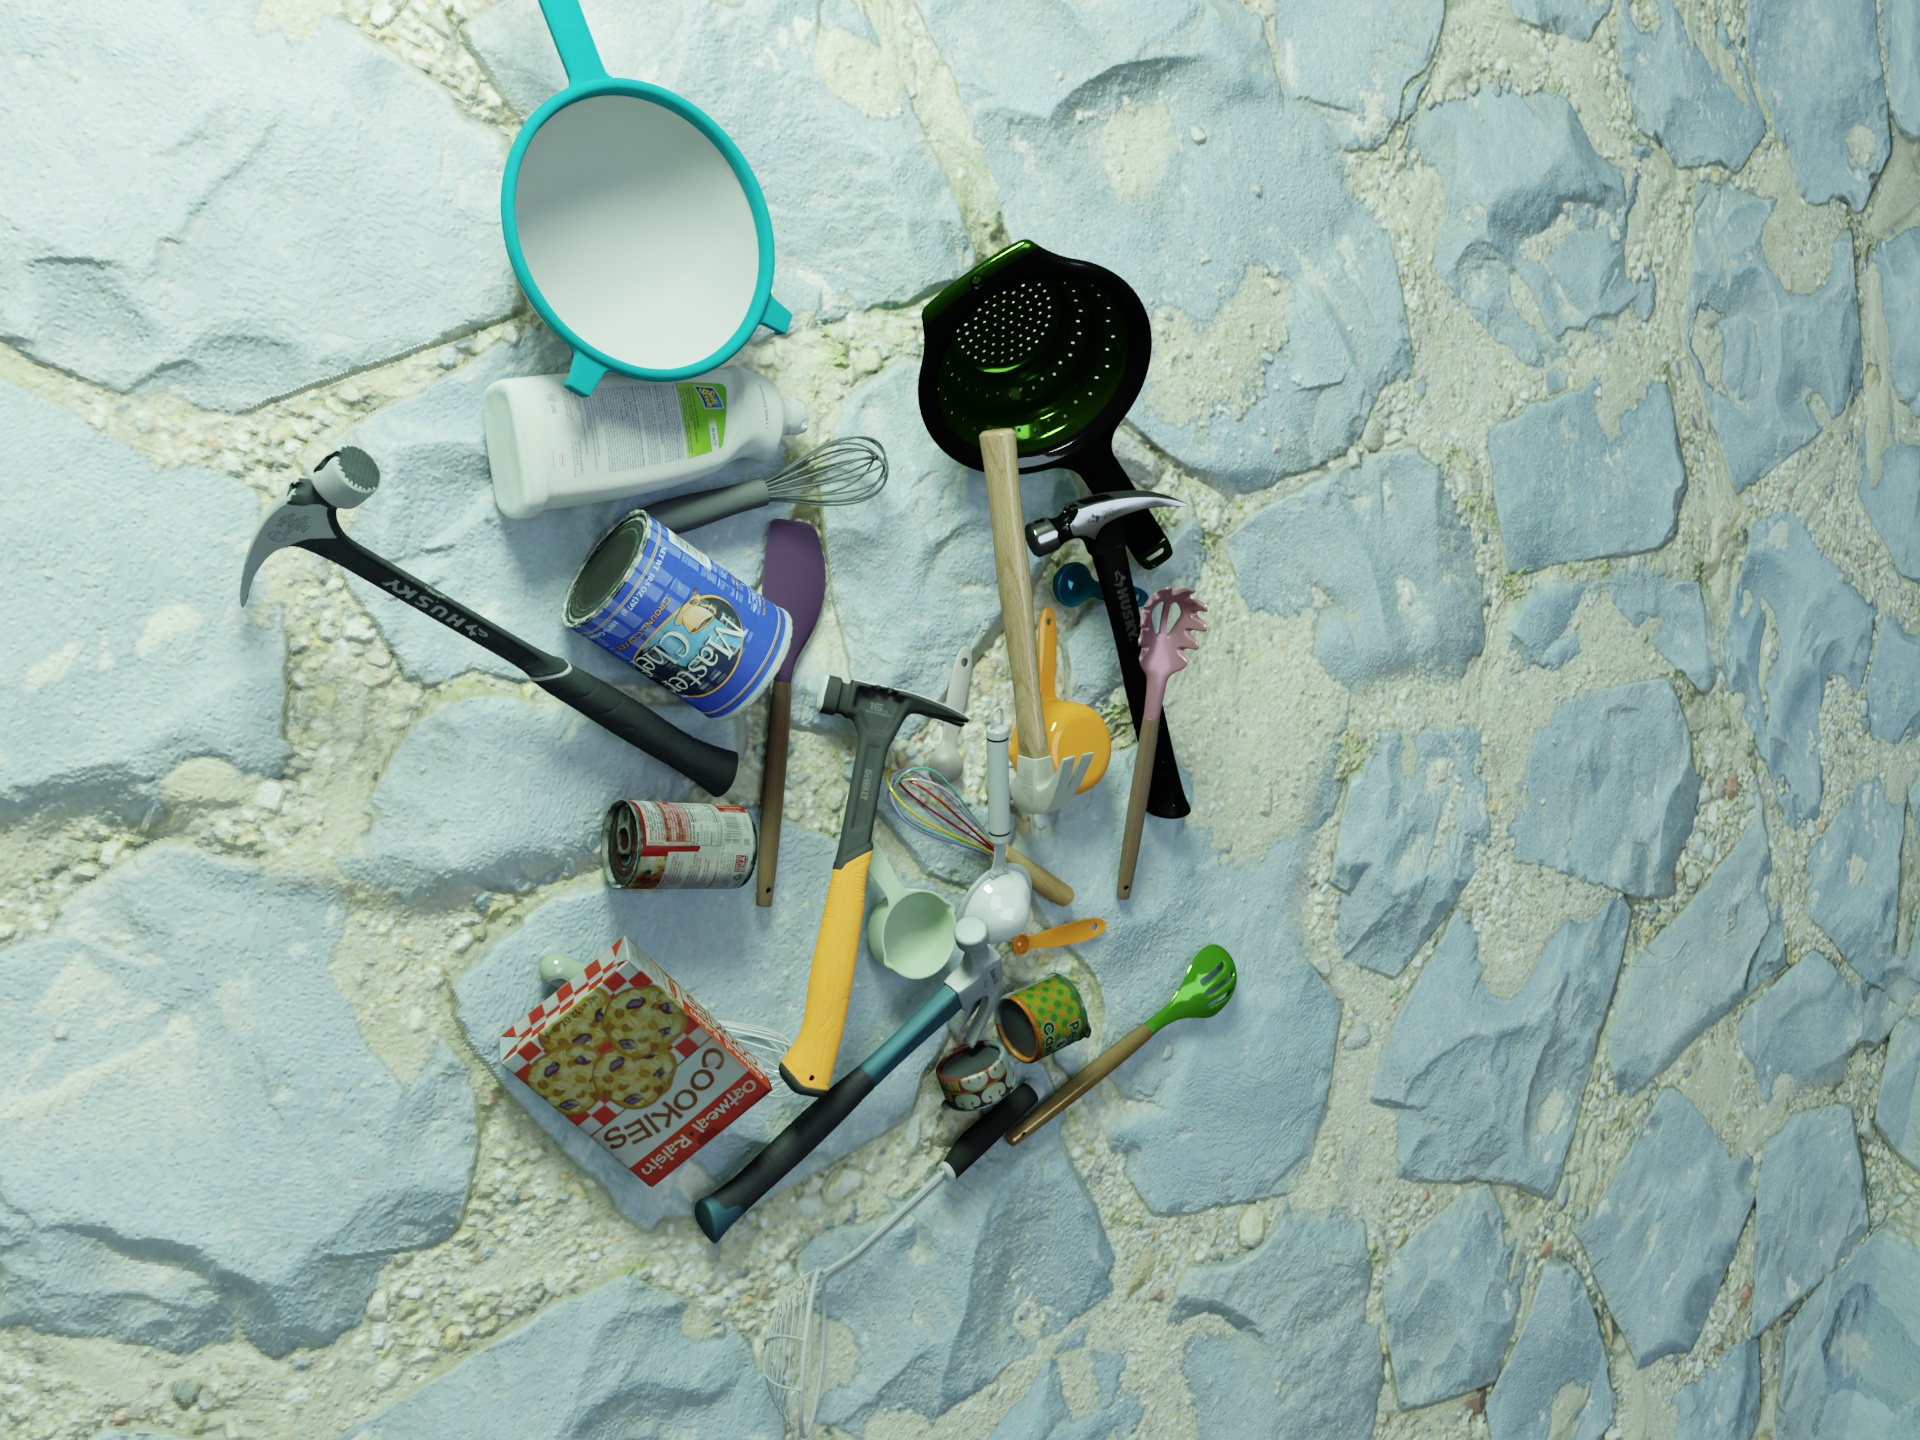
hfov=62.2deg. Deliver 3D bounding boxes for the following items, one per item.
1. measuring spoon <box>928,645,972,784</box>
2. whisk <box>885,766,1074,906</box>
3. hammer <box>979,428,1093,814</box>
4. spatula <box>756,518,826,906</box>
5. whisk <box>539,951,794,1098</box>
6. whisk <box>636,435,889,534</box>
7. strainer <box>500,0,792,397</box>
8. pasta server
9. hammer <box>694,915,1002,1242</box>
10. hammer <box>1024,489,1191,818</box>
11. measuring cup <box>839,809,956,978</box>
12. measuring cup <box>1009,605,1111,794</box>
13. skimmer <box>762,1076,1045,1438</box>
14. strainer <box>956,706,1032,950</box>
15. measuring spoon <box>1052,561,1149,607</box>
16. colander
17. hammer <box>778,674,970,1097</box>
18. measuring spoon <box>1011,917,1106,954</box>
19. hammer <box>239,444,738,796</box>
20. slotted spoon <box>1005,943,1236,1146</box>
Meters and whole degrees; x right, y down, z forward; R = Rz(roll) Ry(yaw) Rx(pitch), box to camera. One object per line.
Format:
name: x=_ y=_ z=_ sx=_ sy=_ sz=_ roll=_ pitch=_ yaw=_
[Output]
measuring spoon: x=-0.002 y=-0.004 z=1.398 sx=0.034 sy=0.018 sz=0.124 roll=12 pitch=85 yaw=-35
whisk: x=0.020 y=0.105 z=1.410 sx=0.244 sy=0.047 sz=0.051 roll=36 pitch=85 yaw=-36
hammer: x=0.051 y=-0.080 z=1.351 sx=0.031 sy=0.130 sz=0.331 roll=-14 pitch=105 yaw=-31
spatula: x=-0.145 y=-0.006 z=1.298 sx=0.059 sy=0.018 sz=0.316 roll=6 pitch=89 yaw=-36
whisk: x=-0.222 y=0.237 z=1.249 sx=0.246 sy=0.058 sz=0.059 roll=32 pitch=41 yaw=-29
whisk: x=-0.159 y=-0.179 z=1.264 sx=0.239 sy=0.055 sz=0.055 roll=-20 pitch=104 yaw=-27
strainer: x=-0.268 y=-0.404 z=1.143 sx=0.211 sy=0.095 sz=0.340 roll=-28 pitch=105 yaw=-34
pasta server: x=0.173 y=0.024 z=1.464 sx=0.060 sy=0.040 sz=0.316 roll=4 pitch=110 yaw=-9
hammer: x=-0.089 y=0.306 z=1.328 sx=0.331 sy=0.033 sz=0.128 roll=-40 pitch=143 yaw=-20
hammer: x=0.167 y=-0.054 z=1.472 sx=0.146 sy=0.035 sz=0.334 roll=-22 pitch=116 yaw=-12
measuring cup: x=-0.066 y=0.145 z=1.355 sx=0.083 sy=0.038 sz=0.167 roll=-39 pitch=109 yaw=-27
measuring cup: x=0.094 y=-0.016 z=1.443 sx=0.095 sy=0.052 sz=0.173 roll=-7 pitch=99 yaw=-34
skimmer: x=-0.033 y=0.446 z=1.364 sx=0.363 sy=0.090 sz=0.127 roll=-37 pitch=145 yaw=-30
strainer: x=0.034 y=0.107 z=1.368 sx=0.087 sy=0.050 sz=0.258 roll=-20 pitch=121 yaw=-34
measuring spoon: x=0.129 y=-0.122 z=1.488 sx=0.128 sy=0.021 sz=0.042 roll=7 pitch=99 yaw=-44
colander: x=0.089 y=-0.275 z=1.402 sx=0.204 sy=0.095 sz=0.396 roll=-32 pitch=137 yaw=10
hammer: x=-0.084 y=0.136 z=1.291 sx=0.127 sy=0.034 sz=0.337 roll=13 pitch=78 yaw=-10
measuring spoon: x=0.091 y=0.200 z=1.485 sx=0.117 sy=0.011 sz=0.021 roll=-7 pitch=96 yaw=-38
hammer: x=-0.313 y=-0.041 z=1.135 sx=0.408 sy=0.149 sz=0.036 roll=36 pitch=36 yaw=-40
slotted spoon: x=0.163 y=0.315 z=1.531 sx=0.314 sy=0.031 sz=0.070 roll=-31 pitch=110 yaw=-28
